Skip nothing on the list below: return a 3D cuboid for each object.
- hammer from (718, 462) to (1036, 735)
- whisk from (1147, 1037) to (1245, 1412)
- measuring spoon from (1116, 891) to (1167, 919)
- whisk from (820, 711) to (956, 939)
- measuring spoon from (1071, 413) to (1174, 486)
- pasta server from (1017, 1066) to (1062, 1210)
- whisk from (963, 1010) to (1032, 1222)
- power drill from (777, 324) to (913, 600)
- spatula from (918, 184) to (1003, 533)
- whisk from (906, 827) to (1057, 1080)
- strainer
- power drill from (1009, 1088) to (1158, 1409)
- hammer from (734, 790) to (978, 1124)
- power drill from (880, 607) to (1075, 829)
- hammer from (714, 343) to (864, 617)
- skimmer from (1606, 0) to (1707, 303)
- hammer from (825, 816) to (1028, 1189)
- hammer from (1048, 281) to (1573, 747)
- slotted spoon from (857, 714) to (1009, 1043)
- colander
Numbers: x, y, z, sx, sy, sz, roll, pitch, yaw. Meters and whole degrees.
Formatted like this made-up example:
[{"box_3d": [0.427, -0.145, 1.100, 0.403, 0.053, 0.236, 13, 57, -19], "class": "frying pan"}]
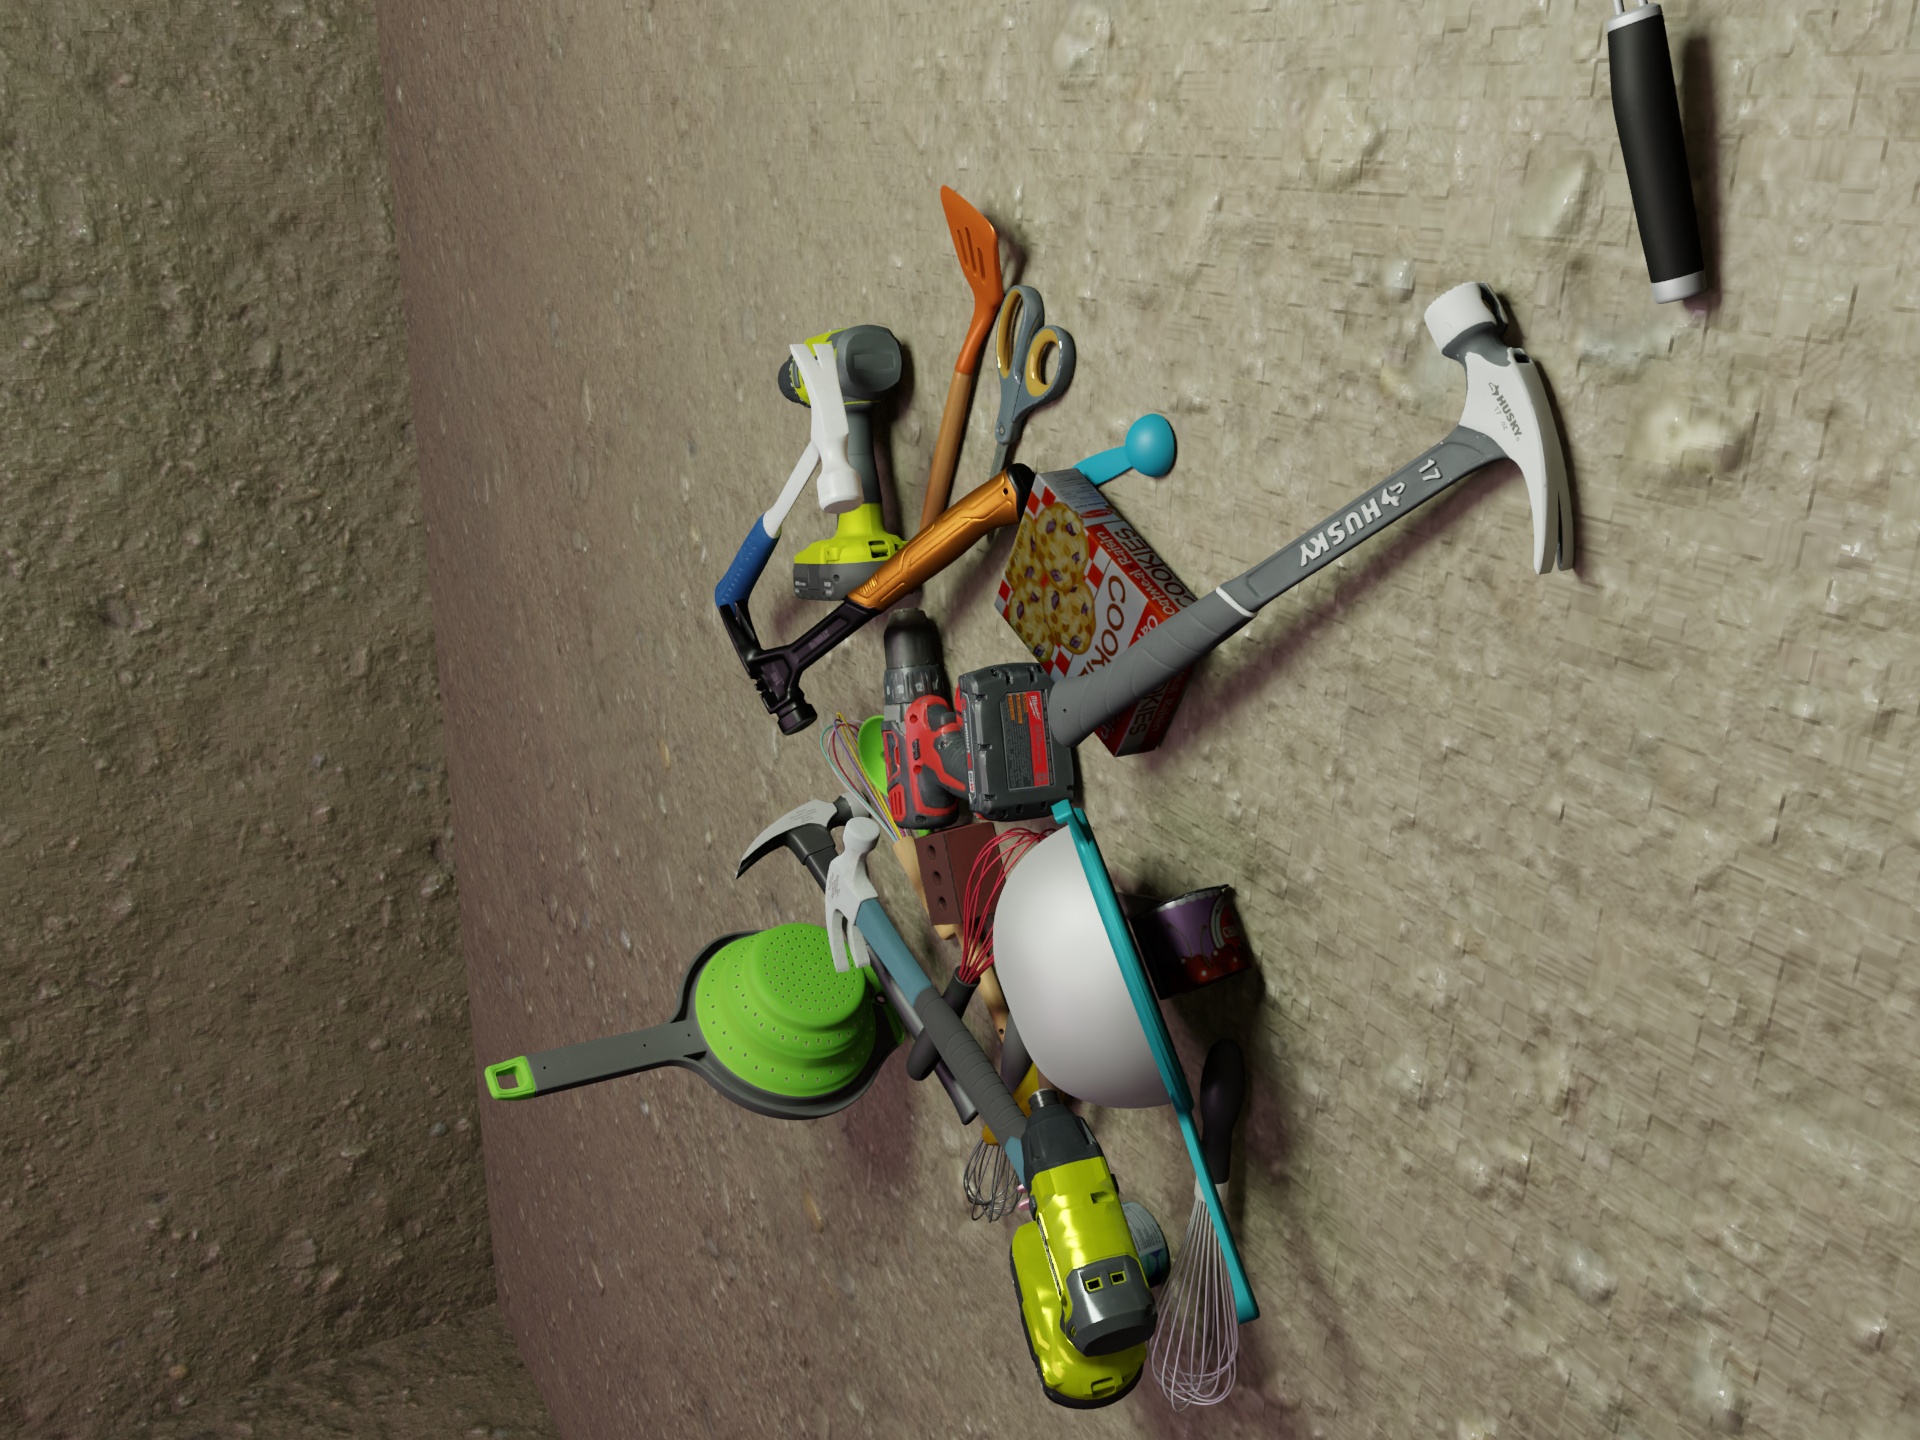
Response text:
[{"box_3d": [-0.065, -0.113, 1.275, 0.337, 0.034, 0.127, -33, 84, 38], "class": "hammer"}, {"box_3d": [0.171, 0.354, 1.108, 0.070, 0.070, 0.284, 24, 115, 55], "class": "whisk"}, {"box_3d": [0.120, 0.134, 1.173, 0.124, 0.018, 0.034, 2, 103, 53], "class": "measuring spoon"}, {"box_3d": [-0.063, 0.092, 1.446, 0.245, 0.051, 0.047, 60, 140, 25], "class": "whisk"}, {"box_3d": [0.101, -0.177, 1.091, 0.128, 0.021, 0.042, -11, 89, 61], "class": "measuring spoon"}, {"box_3d": [0.064, 0.303, 1.230, 0.060, 0.040, 0.316, -129, 25, -48], "class": "pasta server"}, {"box_3d": [0.038, 0.327, 1.342, 0.055, 0.055, 0.238, 39, 128, 49], "class": "whisk"}, {"box_3d": [-0.107, -0.222, 1.387, 0.191, 0.080, 0.228, 12, 107, 63], "class": "power drill"}, {"box_3d": [-0.010, -0.252, 1.243, 0.081, 0.041, 0.322, 52, 142, 38], "class": "spatula"}, {"box_3d": [0.012, 0.194, 1.288, 0.073, 0.073, 0.295, 54, 134, 37], "class": "whisk"}, {"box_3d": [0.095, 0.229, 1.037, 0.210, 0.095, 0.341, 58, -167, -72], "class": "strainer"}, {"box_3d": [0.080, 0.371, 1.102, 0.223, 0.080, 0.171, 87, 168, -52], "class": "power drill"}, {"box_3d": [-0.074, 0.217, 1.438, 0.335, 0.146, 0.035, 55, 146, 23], "class": "hammer"}, {"box_3d": [-0.002, -0.004, 1.277, 0.227, 0.080, 0.188, -5, 91, 64], "class": "power drill"}, {"box_3d": [-0.161, -0.181, 1.384, 0.405, 0.035, 0.144, 141, 122, -65], "class": "hammer"}, {"box_3d": [0.296, -0.368, 0.684, 0.127, 0.090, 0.363, 3, 112, 57], "class": "skimmer"}, {"box_3d": [-0.022, 0.231, 1.270, 0.331, 0.033, 0.128, 51, 136, 37], "class": "hammer"}, {"box_3d": [0.178, -0.074, 0.928, 0.409, 0.036, 0.149, -37, 69, 49], "class": "hammer"}, {"box_3d": [-0.015, 0.137, 1.389, 0.070, 0.031, 0.314, -35, 70, 36], "class": "slotted spoon"}, {"box_3d": [-0.219, 0.263, 1.418, 0.205, 0.397, 0.094, 60, 140, 30], "class": "colander"}]
